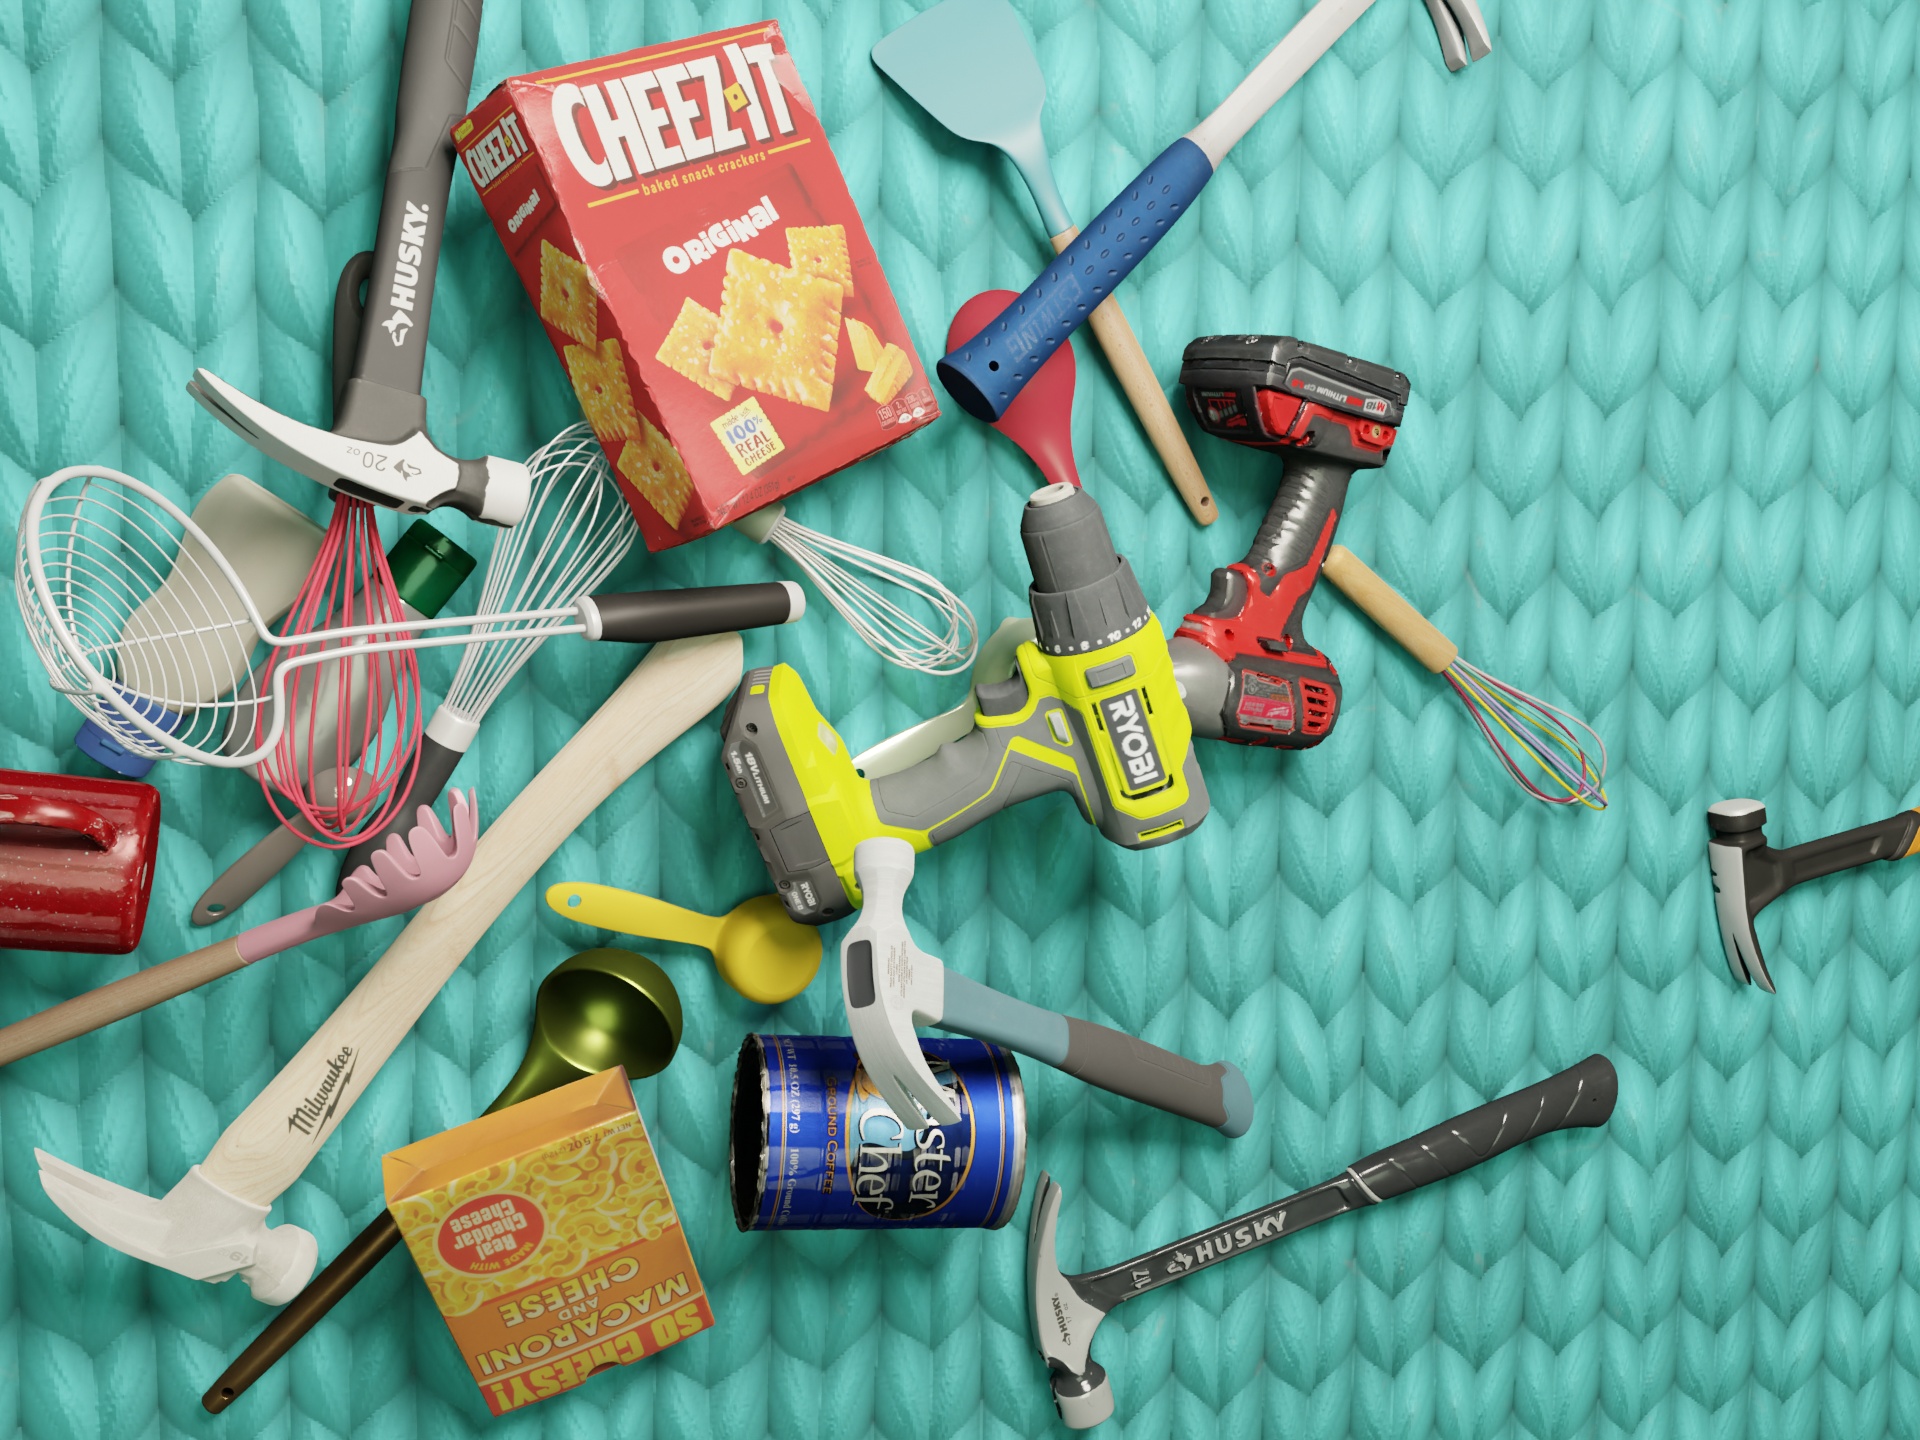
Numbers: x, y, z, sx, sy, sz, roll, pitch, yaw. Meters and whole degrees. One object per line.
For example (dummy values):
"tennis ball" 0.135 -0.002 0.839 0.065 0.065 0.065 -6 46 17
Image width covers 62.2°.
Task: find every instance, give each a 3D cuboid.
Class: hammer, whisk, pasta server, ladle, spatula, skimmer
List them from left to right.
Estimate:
"pasta server" -0.360 0.109 0.742 0.316 0.060 0.040 -22 105 7
"whisk" -0.284 -0.086 0.743 0.073 0.073 0.296 2 75 -16
"hammer" -0.254 -0.264 0.735 0.146 0.035 0.335 11 79 -33
"ladle" -0.270 0.240 0.817 0.320 0.062 0.078 -45 103 -5
"hammer" -0.261 0.098 0.793 0.410 0.038 0.146 -51 131 -9
"skimmer" -0.207 -0.053 0.692 0.363 0.090 0.127 -9 68 -40
"whisk" -0.238 -0.024 0.796 0.070 0.070 0.284 29 94 -17
"whisk" -0.092 -0.099 0.840 0.246 0.058 0.059 33 52 -14
"hammer" 0.059 0.171 0.845 0.330 0.033 0.128 29 53 -42
"spatula" 0.065 -0.246 0.878 0.082 0.044 0.317 -34 109 -11
"ladle" 0.074 -0.091 0.896 0.069 0.031 0.315 -25 104 -8
"hammer" 0.138 -0.307 0.860 0.144 0.035 0.405 46 75 -16
"hammer" 0.229 0.287 0.978 0.409 0.036 0.149 -17 100 -14
"whisk" 0.308 -0.024 0.967 0.245 0.051 0.047 39 63 -12
"hammer" 0.658 0.080 1.079 0.337 0.034 0.127 -14 99 -14

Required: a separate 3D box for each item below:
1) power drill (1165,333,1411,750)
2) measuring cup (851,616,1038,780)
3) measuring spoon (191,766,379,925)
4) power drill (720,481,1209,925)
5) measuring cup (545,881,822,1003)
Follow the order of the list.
"power drill" 0.162 -0.095 0.883 0.143 0.079 0.219 7 97 -32
"measuring cup" 0.008 0.001 0.878 0.167 0.038 0.083 -27 103 -14
"measuring spoon" -0.332 0.067 0.777 0.124 0.018 0.034 -39 138 12
"power drill" -0.001 -0.003 0.815 0.228 0.080 0.190 -19 110 4
"measuring cup" -0.141 0.112 0.834 0.156 0.029 0.062 19 92 -32
